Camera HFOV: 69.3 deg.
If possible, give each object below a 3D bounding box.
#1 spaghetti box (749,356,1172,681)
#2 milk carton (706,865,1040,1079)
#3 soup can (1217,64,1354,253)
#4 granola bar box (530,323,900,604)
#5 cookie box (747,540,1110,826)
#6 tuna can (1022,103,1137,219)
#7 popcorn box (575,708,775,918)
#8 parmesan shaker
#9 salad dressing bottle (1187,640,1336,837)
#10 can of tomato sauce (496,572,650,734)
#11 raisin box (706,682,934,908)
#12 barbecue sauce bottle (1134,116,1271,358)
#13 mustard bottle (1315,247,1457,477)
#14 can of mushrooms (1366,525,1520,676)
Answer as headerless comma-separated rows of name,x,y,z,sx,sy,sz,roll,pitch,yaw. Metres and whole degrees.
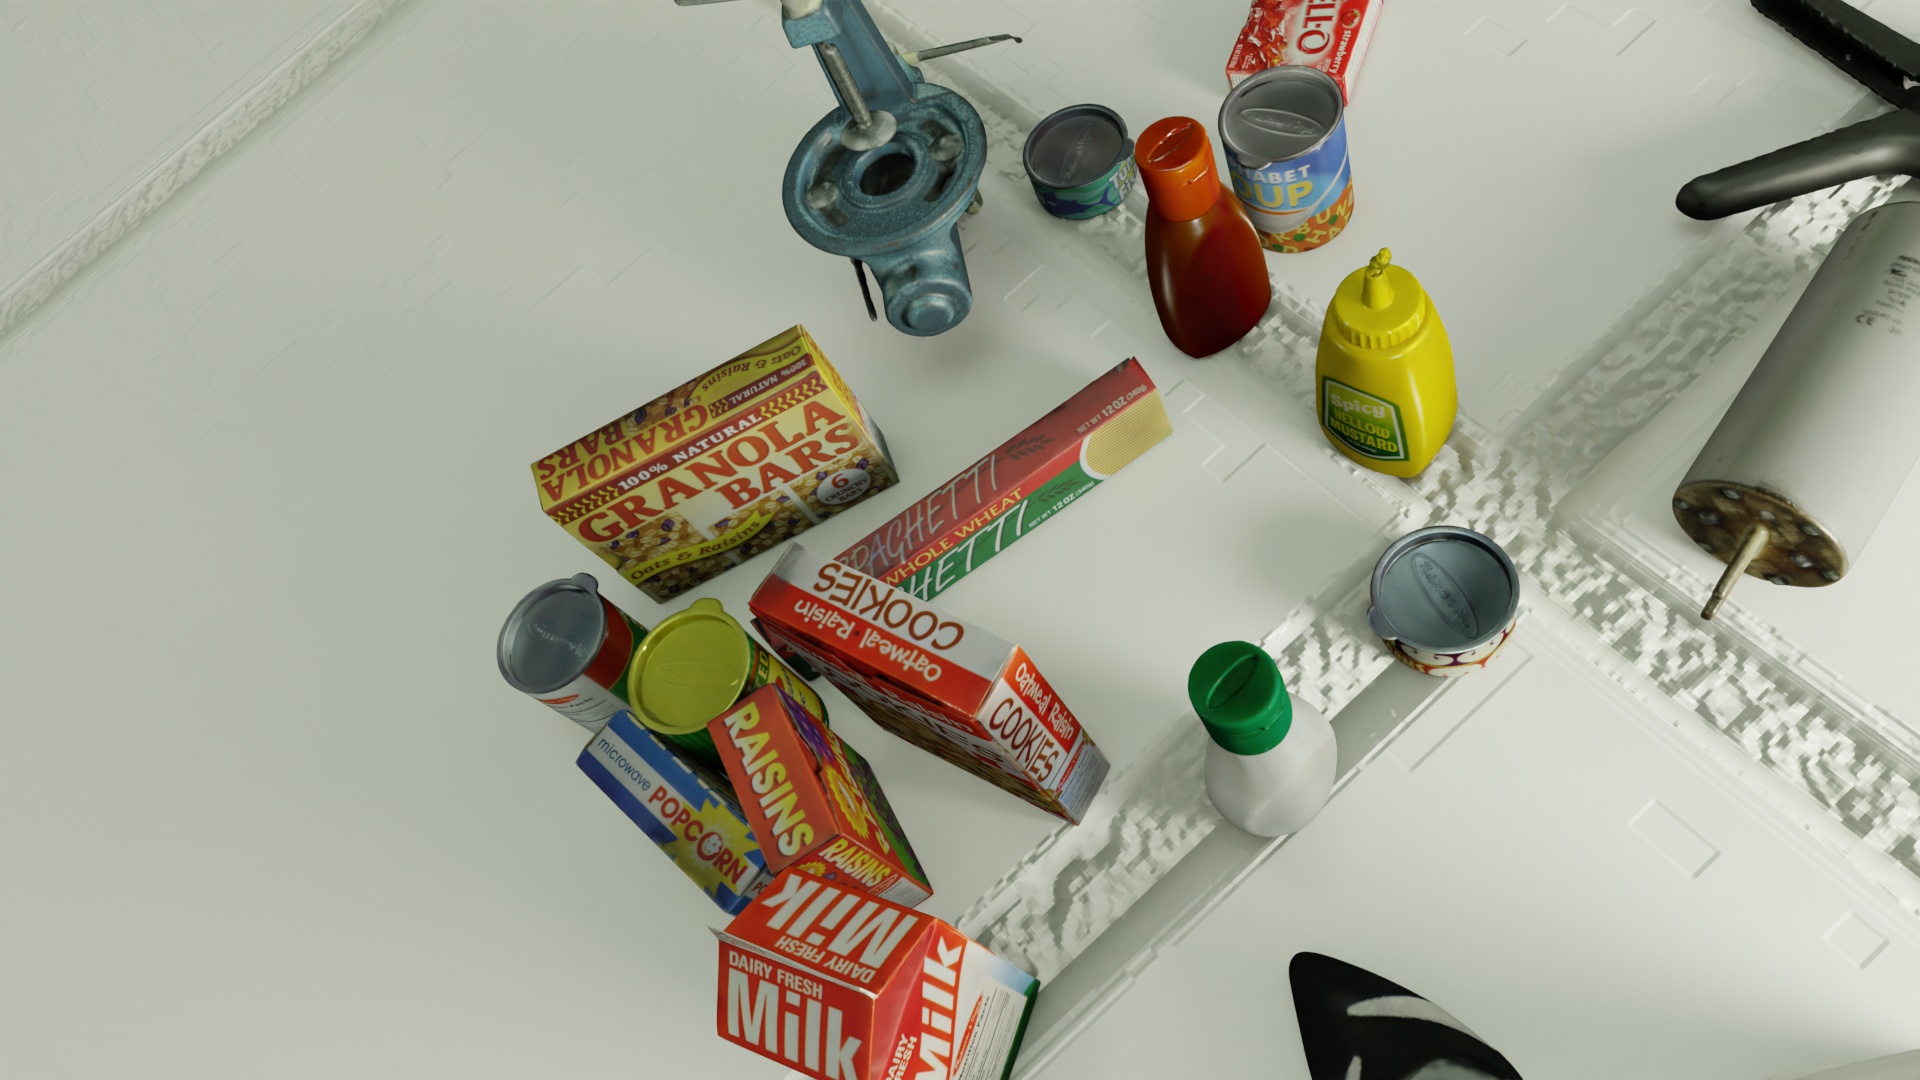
spaghetti box,0.003,-0.009,0.754,0.250,0.050,0.029,-35,58,0
milk carton,-0.035,0.191,0.580,0.072,0.190,0.073,12,69,25
soup can,0.181,-0.208,0.773,0.071,0.083,0.071,-9,61,16
granola bar box,-0.132,-0.037,0.775,0.165,0.124,0.039,-27,58,5
cookie box,-0.009,0.071,0.647,0.123,0.167,0.040,22,74,28
tuna can,0.076,-0.232,0.854,0.071,0.032,0.071,-9,61,16
popcorn box,-0.125,0.144,0.700,0.127,0.085,0.038,34,79,31
parmesan shaker,-0.116,0.082,0.719,0.071,0.102,0.071,-9,61,16
salad dressing bottle,0.129,0.086,0.600,0.064,0.147,0.044,-46,58,-6
can of tomato sauce,-0.204,0.066,0.771,0.071,0.083,0.071,-9,61,16
raisin box,-0.065,0.129,0.663,0.040,0.123,0.086,-32,58,2
barbecue sauce bottle,0.125,-0.159,0.730,0.065,0.148,0.044,-40,58,-2
mustard bottle,0.199,-0.087,0.658,0.065,0.159,0.049,27,76,29
can of mushrooms,0.228,0.030,0.661,0.071,0.033,0.071,-9,61,16
